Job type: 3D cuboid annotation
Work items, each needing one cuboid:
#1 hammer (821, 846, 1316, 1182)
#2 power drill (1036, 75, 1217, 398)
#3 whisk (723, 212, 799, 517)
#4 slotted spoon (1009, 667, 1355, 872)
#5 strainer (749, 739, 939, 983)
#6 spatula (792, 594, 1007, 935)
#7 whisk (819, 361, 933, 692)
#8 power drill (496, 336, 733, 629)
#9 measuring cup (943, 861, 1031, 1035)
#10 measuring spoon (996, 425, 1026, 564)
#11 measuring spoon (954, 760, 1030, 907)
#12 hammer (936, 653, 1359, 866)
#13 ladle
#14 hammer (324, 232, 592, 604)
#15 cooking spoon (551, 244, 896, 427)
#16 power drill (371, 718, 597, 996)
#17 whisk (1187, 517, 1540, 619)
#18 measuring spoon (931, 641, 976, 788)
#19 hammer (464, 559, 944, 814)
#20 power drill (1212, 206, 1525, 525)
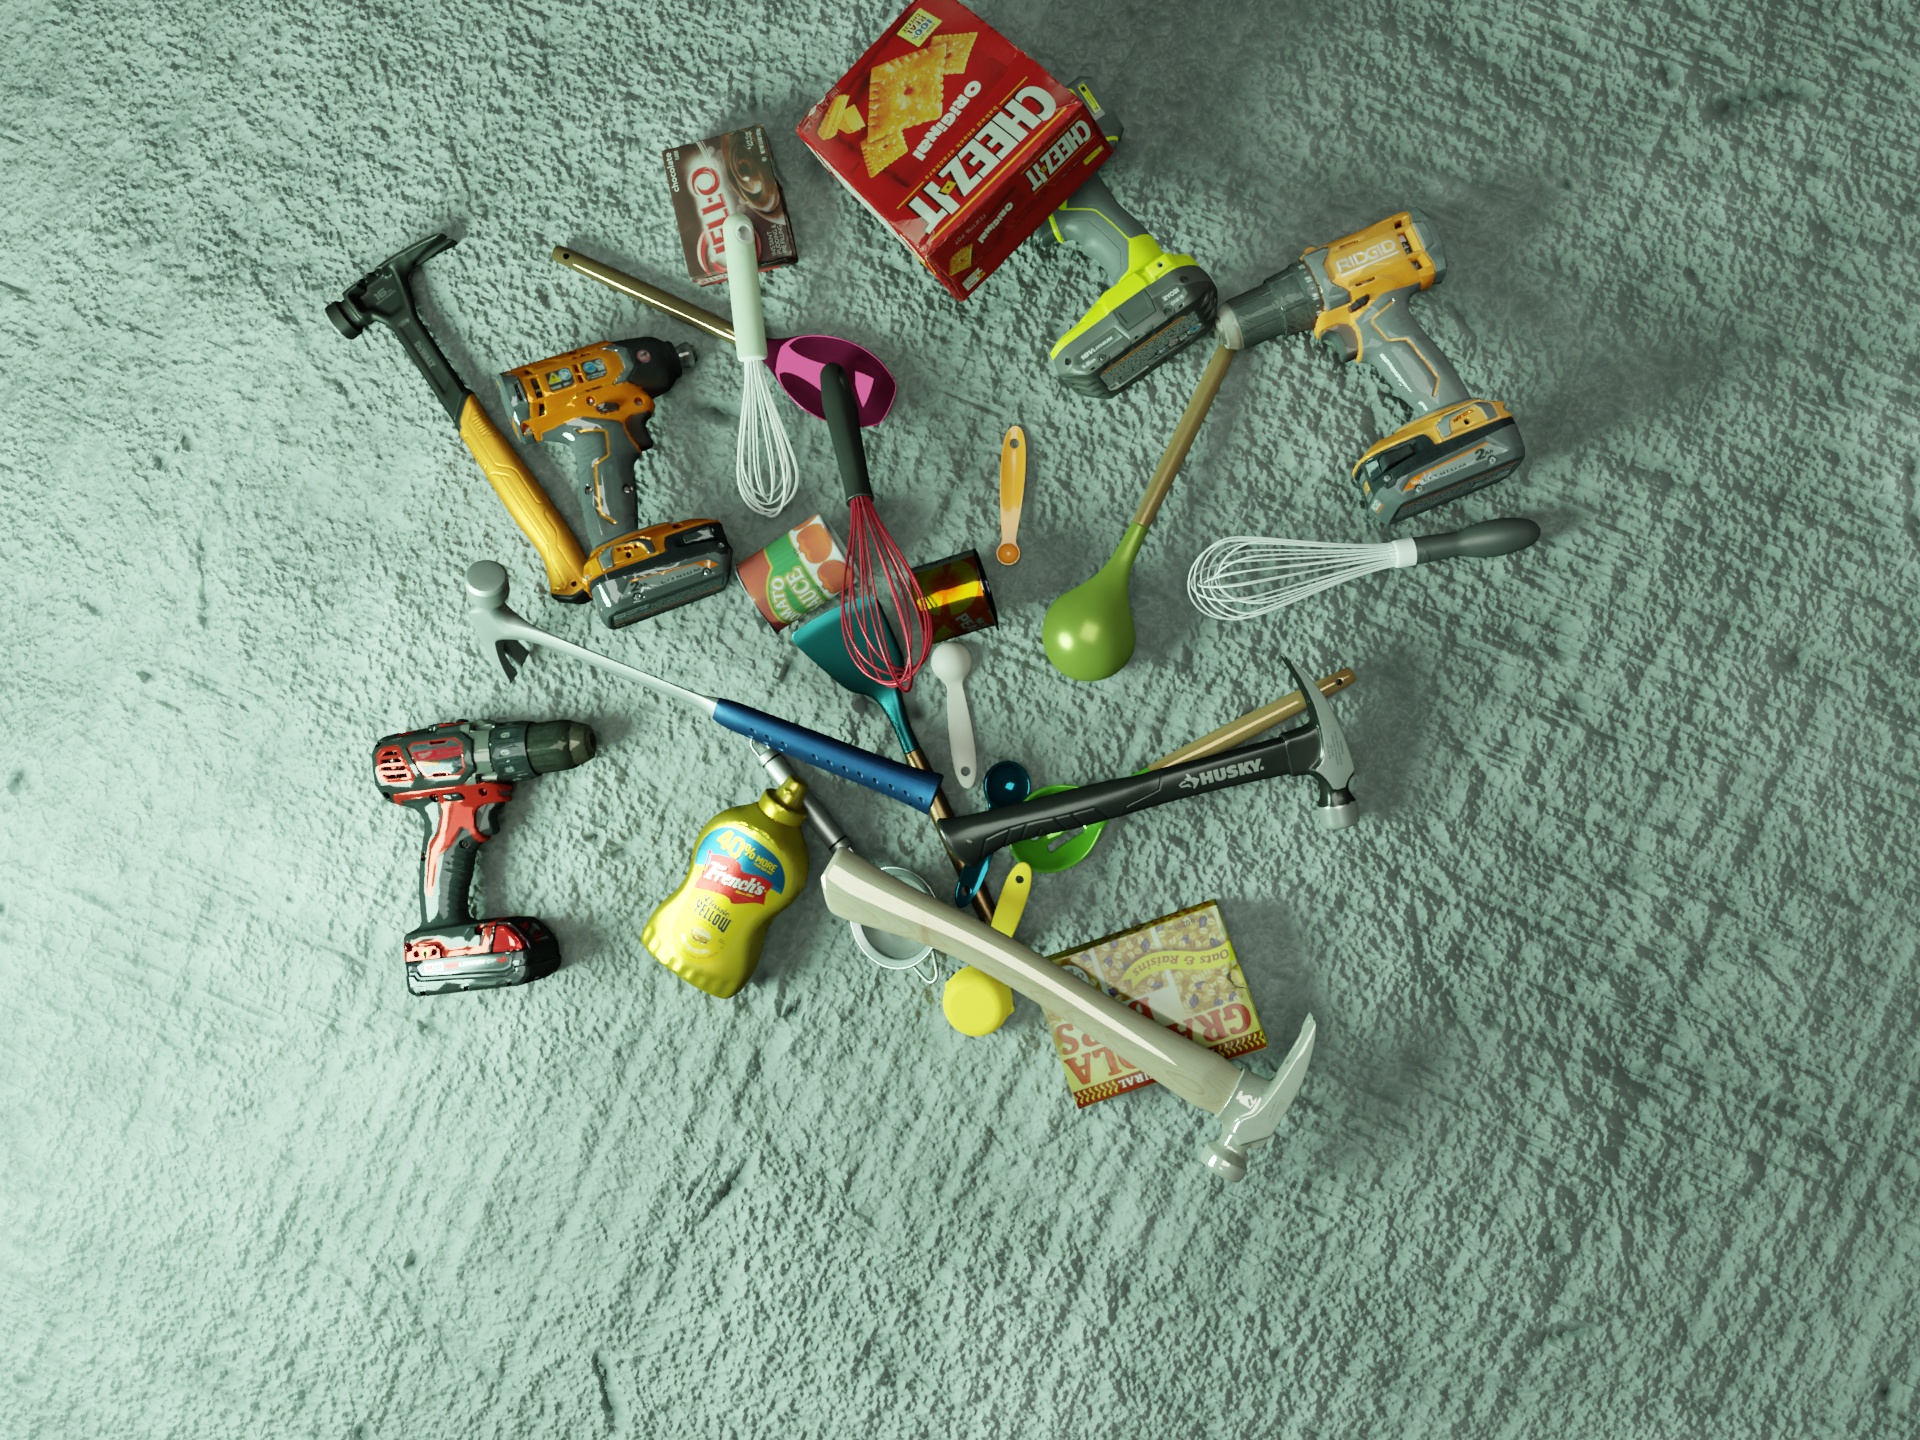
[{"bbox_3d":[0.080,0.205,1.264,0.410,0.038,0.146,29,96,0],"label":"hammer"},{"bbox_3d":[0.089,-0.377,1.269,0.171,0.080,0.223,-33,76,14],"label":"power drill"},{"bbox_3d":[-0.170,-0.290,1.309,0.057,0.059,0.246,-12,101,-35],"label":"whisk"},{"bbox_3d":[0.181,0.035,1.305,0.314,0.031,0.070,-28,96,4],"label":"slotted spoon"},{"bbox_3d":[-0.093,0.111,1.328,0.087,0.050,0.258,-43,81,22],"label":"strainer"},{"bbox_3d":[-0.034,0.051,1.319,0.082,0.044,0.317,-25,90,17],"label":"spatula"},{"bbox_3d":[-0.076,-0.158,1.268,0.073,0.073,0.296,-15,71,6],"label":"whisk"},{"bbox_3d":[-0.266,-0.207,1.313,0.164,0.084,0.226,-22,85,-13],"label":"power drill"},{"bbox_3d":[0.027,0.189,1.306,0.062,0.029,0.156,20,107,8],"label":"measuring cup"},{"bbox_3d":[0.043,-0.187,1.324,0.021,0.011,0.117,3,88,5],"label":"measuring spoon"},{"bbox_3d":[0.019,0.094,1.314,0.042,0.021,0.129,26,81,-22],"label":"measuring spoon"},{"bbox_3d":[0.146,0.051,1.276,0.335,0.035,0.146,-14,101,0],"label":"hammer"},{"bbox_3d":[0.158,-0.180,1.302,0.078,0.062,0.320,26,87,7],"label":"ladle"},{"bbox_3d":[-0.401,-0.248,1.355,0.127,0.034,0.337,-34,88,7],"label":"hammer"},{"bbox_3d":[-0.201,-0.331,1.340,0.319,0.017,0.069,25,97,4],"label":"cooking spoon"},{"bbox_3d":[-0.391,0.108,1.342,0.188,0.080,0.227,-7,88,6],"label":"power drill"},{"bbox_3d":[0.323,-0.128,1.276,0.284,0.070,0.070,-9,90,1],"label":"whisk"},{"bbox_3d":[-0.002,-0.004,1.326,0.034,0.018,0.124,-8,91,6],"label":"measuring spoon"},{"bbox_3d":[-0.208,-0.012,1.296,0.405,0.144,0.035,22,62,2],"label":"hammer"},{"bbox_3d":[0.318,-0.271,1.250,0.185,0.084,0.226,-21,80,3],"label":"power drill"}]
